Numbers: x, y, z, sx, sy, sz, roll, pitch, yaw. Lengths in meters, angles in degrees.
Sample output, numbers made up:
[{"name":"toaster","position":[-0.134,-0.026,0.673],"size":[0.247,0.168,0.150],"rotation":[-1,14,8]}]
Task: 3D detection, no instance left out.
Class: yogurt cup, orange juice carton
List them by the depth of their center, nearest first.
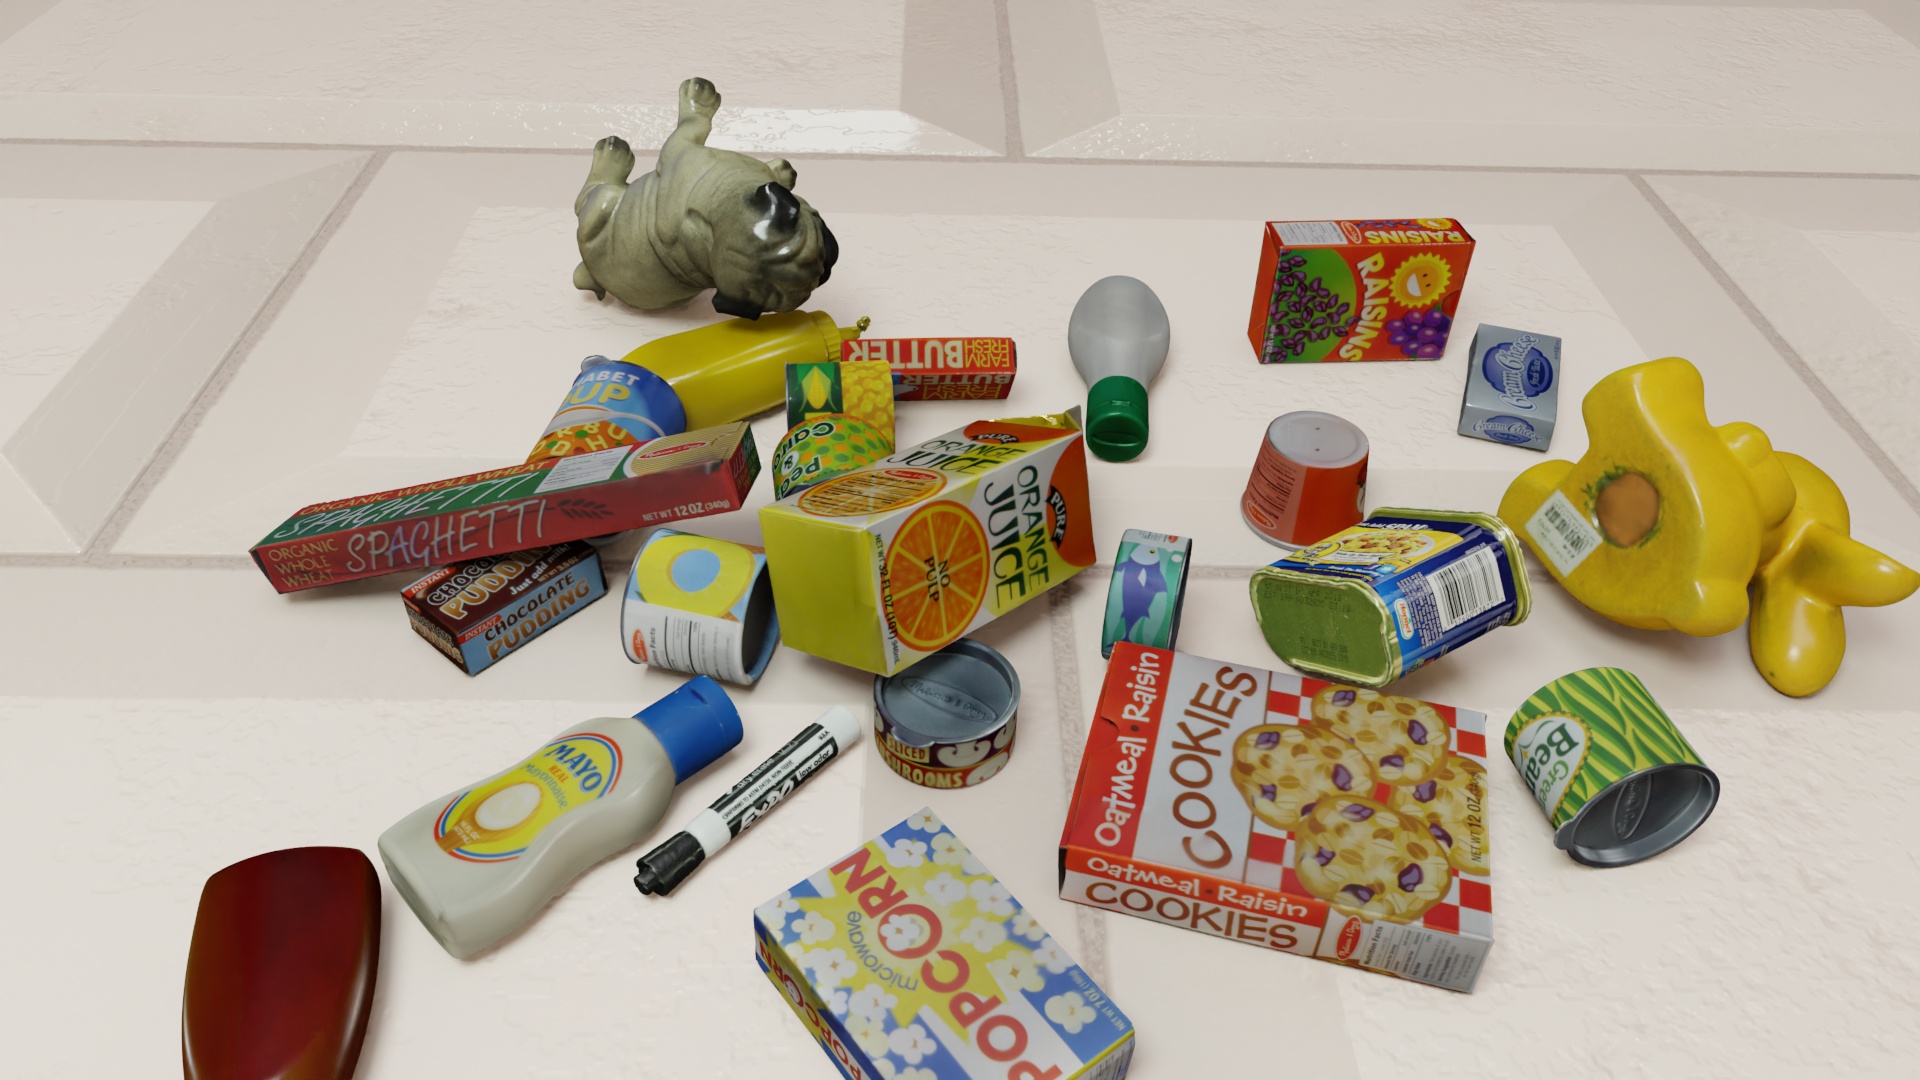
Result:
[{"name":"orange juice carton","position":[0.002,-0.008,0.677],"size":[0.073,0.071,0.193],"rotation":[11,27,42]},{"name":"yogurt cup","position":[0.190,-0.034,0.756],"size":[0.072,0.053,0.073],"rotation":[1,39,-1]}]

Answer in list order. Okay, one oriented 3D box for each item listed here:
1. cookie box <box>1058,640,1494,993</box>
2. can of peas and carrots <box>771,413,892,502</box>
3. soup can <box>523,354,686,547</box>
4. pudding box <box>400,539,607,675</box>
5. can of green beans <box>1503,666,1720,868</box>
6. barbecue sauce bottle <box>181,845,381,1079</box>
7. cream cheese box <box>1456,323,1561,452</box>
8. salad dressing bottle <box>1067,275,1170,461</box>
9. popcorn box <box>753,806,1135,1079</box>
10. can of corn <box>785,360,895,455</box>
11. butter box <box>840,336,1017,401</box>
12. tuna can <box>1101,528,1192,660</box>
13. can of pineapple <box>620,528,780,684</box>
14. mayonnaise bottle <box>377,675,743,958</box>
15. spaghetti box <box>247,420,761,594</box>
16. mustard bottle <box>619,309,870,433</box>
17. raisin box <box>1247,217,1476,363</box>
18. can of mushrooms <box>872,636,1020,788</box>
[{"name":"cookie box","position":[0.135,0.111,0.591],"size":[0.167,0.040,0.123],"rotation":[11,41,10]},{"name":"can of peas and carrots","position":[-0.066,-0.025,0.722],"size":[0.071,0.070,0.059],"rotation":[-5,40,-9]},{"name":"soup can","position":[-0.193,-0.049,0.744],"size":[0.071,0.071,0.084],"rotation":[6,40,5]},{"name":"pudding box","position":[-0.224,0.025,0.687],"size":[0.050,0.030,0.084],"rotation":[29,47,30]},{"name":"can of green beans","position":[0.276,0.096,0.594],"size":[0.071,0.071,0.058],"rotation":[-6,40,-9]},{"name":"barbecue sauce bottle","position":[-0.242,0.180,0.491],"size":[0.065,0.043,0.149],"rotation":[-9,42,-12]},{"name":"cream cheese box","position":[0.340,-0.096,0.859],"size":[0.053,0.024,0.104],"rotation":[13,41,15]},{"name":"salad dressing bottle","position":[0.096,-0.106,0.848],"size":[0.064,0.043,0.148],"rotation":[6,41,2]},{"name":"popcorn box","position":[-0.009,0.169,0.517],"size":[0.085,0.038,0.127],"rotation":[-26,47,-29]},{"name":"can of corn","position":[-0.067,-0.065,0.774],"size":[0.058,0.070,0.071],"rotation":[-3,40,-6]},{"name":"butter box","position":[-0.020,-0.102,0.828],"size":[0.103,0.053,0.024],"rotation":[-1,78,-4]},{"name":"tuna can","position":[0.089,0.031,0.668],"size":[0.033,0.070,0.071],"rotation":[11,41,12]},{"name":"can of pineapple","position":[-0.119,0.030,0.657],"size":[0.058,0.070,0.071],"rotation":[11,41,9]},{"name":"mayonnaise bottle","position":[-0.160,0.108,0.581],"size":[0.149,0.041,0.065],"rotation":[-32,49,-33]},{"name":"spaghetti box","position":[-0.222,-0.016,0.680],"size":[0.250,0.028,0.050],"rotation":[-10,25,10]},{"name":"mustard bottle","position":[-0.121,-0.106,0.833],"size":[0.161,0.048,0.065],"rotation":[-21,39,-26]},{"name":"raisin box","position":[0.252,-0.159,0.883],"size":[0.123,0.085,0.040],"rotation":[-2,38,-5]},{"name":"can of mushrooms","position":[-0.008,0.079,0.629],"size":[0.071,0.033,0.071],"rotation":[2,40,-1]}]
